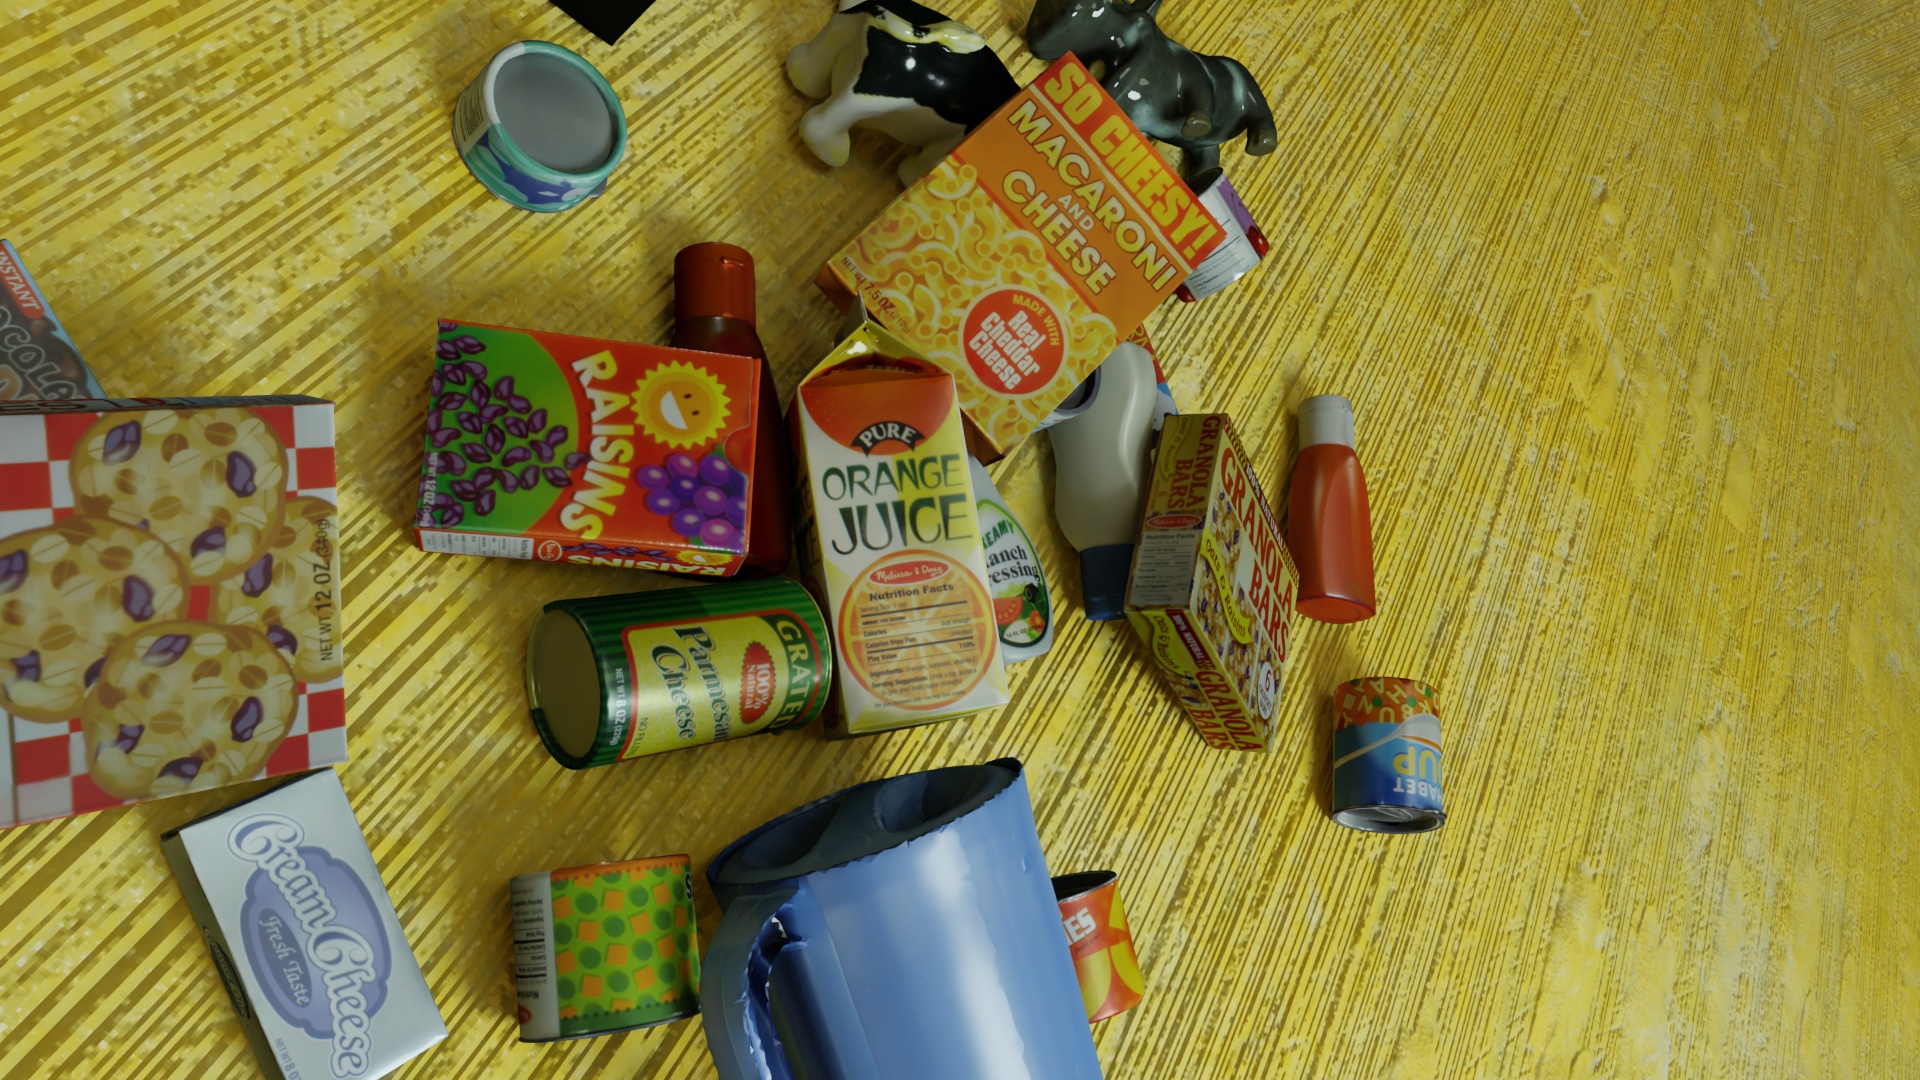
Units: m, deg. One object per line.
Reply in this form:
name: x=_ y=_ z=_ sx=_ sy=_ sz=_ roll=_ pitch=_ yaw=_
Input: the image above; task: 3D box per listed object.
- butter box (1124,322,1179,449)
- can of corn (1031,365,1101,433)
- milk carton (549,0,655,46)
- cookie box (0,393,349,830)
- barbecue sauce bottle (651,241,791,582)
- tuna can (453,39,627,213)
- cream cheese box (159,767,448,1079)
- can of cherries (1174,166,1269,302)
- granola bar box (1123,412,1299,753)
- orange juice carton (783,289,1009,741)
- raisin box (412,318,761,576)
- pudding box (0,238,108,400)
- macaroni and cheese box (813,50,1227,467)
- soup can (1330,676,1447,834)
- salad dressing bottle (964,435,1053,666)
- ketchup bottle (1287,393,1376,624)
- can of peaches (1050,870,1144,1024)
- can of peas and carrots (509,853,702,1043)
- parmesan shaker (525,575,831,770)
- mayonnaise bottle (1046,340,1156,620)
butter box: x=0.093 y=-0.101 z=0.819 sx=0.053 sy=0.024 sz=0.103 roll=-24 pitch=93 yaw=-44
can of corn: x=0.030 y=-0.091 z=0.737 sx=0.071 sy=0.058 sz=0.071 roll=14 pitch=67 yaw=-38
milk carton: x=-0.144 y=-0.335 z=0.653 sx=0.073 sy=0.072 sz=0.191 roll=33 pitch=56 yaw=-29
cookie box: x=-0.276 y=0.020 z=0.414 sx=0.168 sy=0.040 sz=0.122 roll=-7 pitch=103 yaw=-43
barbecue sauce bottle: x=-0.108 y=-0.058 z=0.614 sx=0.065 sy=0.043 sz=0.149 roll=8 pitch=70 yaw=-35
tuna can: x=-0.178 y=-0.177 z=0.599 sx=0.071 sy=0.032 sz=0.071 roll=14 pitch=67 yaw=-37
cream cheese box: x=-0.219 y=0.133 z=0.466 sx=0.053 sy=0.024 sz=0.103 roll=-25 pitch=93 yaw=-45
can of cherries: x=0.152 y=-0.192 z=0.874 sx=0.058 sy=0.071 sz=0.072 roll=52 pitch=49 yaw=-16
granola bar box: x=0.143 y=0.027 z=0.770 sx=0.165 sy=0.039 sz=0.125 roll=53 pitch=44 yaw=-47
orange juice carton: x=-0.036 y=-0.011 z=0.627 sx=0.073 sy=0.071 sz=0.193 roll=-7 pitch=80 yaw=-15
raisin box: x=-0.145 y=-0.035 z=0.547 sx=0.123 sy=0.040 sz=0.086 roll=6 pitch=71 yaw=-17
pudding box: x=-0.307 y=-0.048 z=0.443 sx=0.050 sy=0.030 sz=0.083 roll=-35 pitch=100 yaw=-43
macaroni and cheese box: x=0.031 y=-0.138 z=0.678 sx=0.167 sy=0.040 sz=0.123 roll=-45 pitch=98 yaw=-16
soup can: x=0.268 y=0.134 z=0.864 sx=0.071 sy=0.071 sz=0.084 roll=25 pitch=61 yaw=-34
salad dressing bottle: x=0.002 y=-0.009 z=0.695 sx=0.064 sy=0.044 sz=0.147 roll=-14 pitch=85 yaw=-35
ketchup bottle: x=0.243 y=-0.023 z=0.913 sx=0.065 sy=0.043 sz=0.149 roll=21 pitch=63 yaw=-36
can of peaches: x=0.048 y=0.193 z=0.652 sx=0.071 sy=0.071 sz=0.058 roll=-9 pitch=83 yaw=-43
can of peas and carrots: x=-0.128 y=0.149 z=0.512 sx=0.071 sy=0.070 sz=0.059 roll=3 pitch=74 yaw=-41
parmesan shaker: x=-0.113 y=0.054 z=0.559 sx=0.103 sy=0.071 sz=0.071 roll=-6 pitch=80 yaw=-42
mayonnaise bottle: x=0.080 y=-0.031 z=0.762 sx=0.041 sy=0.064 sz=0.148 roll=8 pitch=75 yaw=-54
